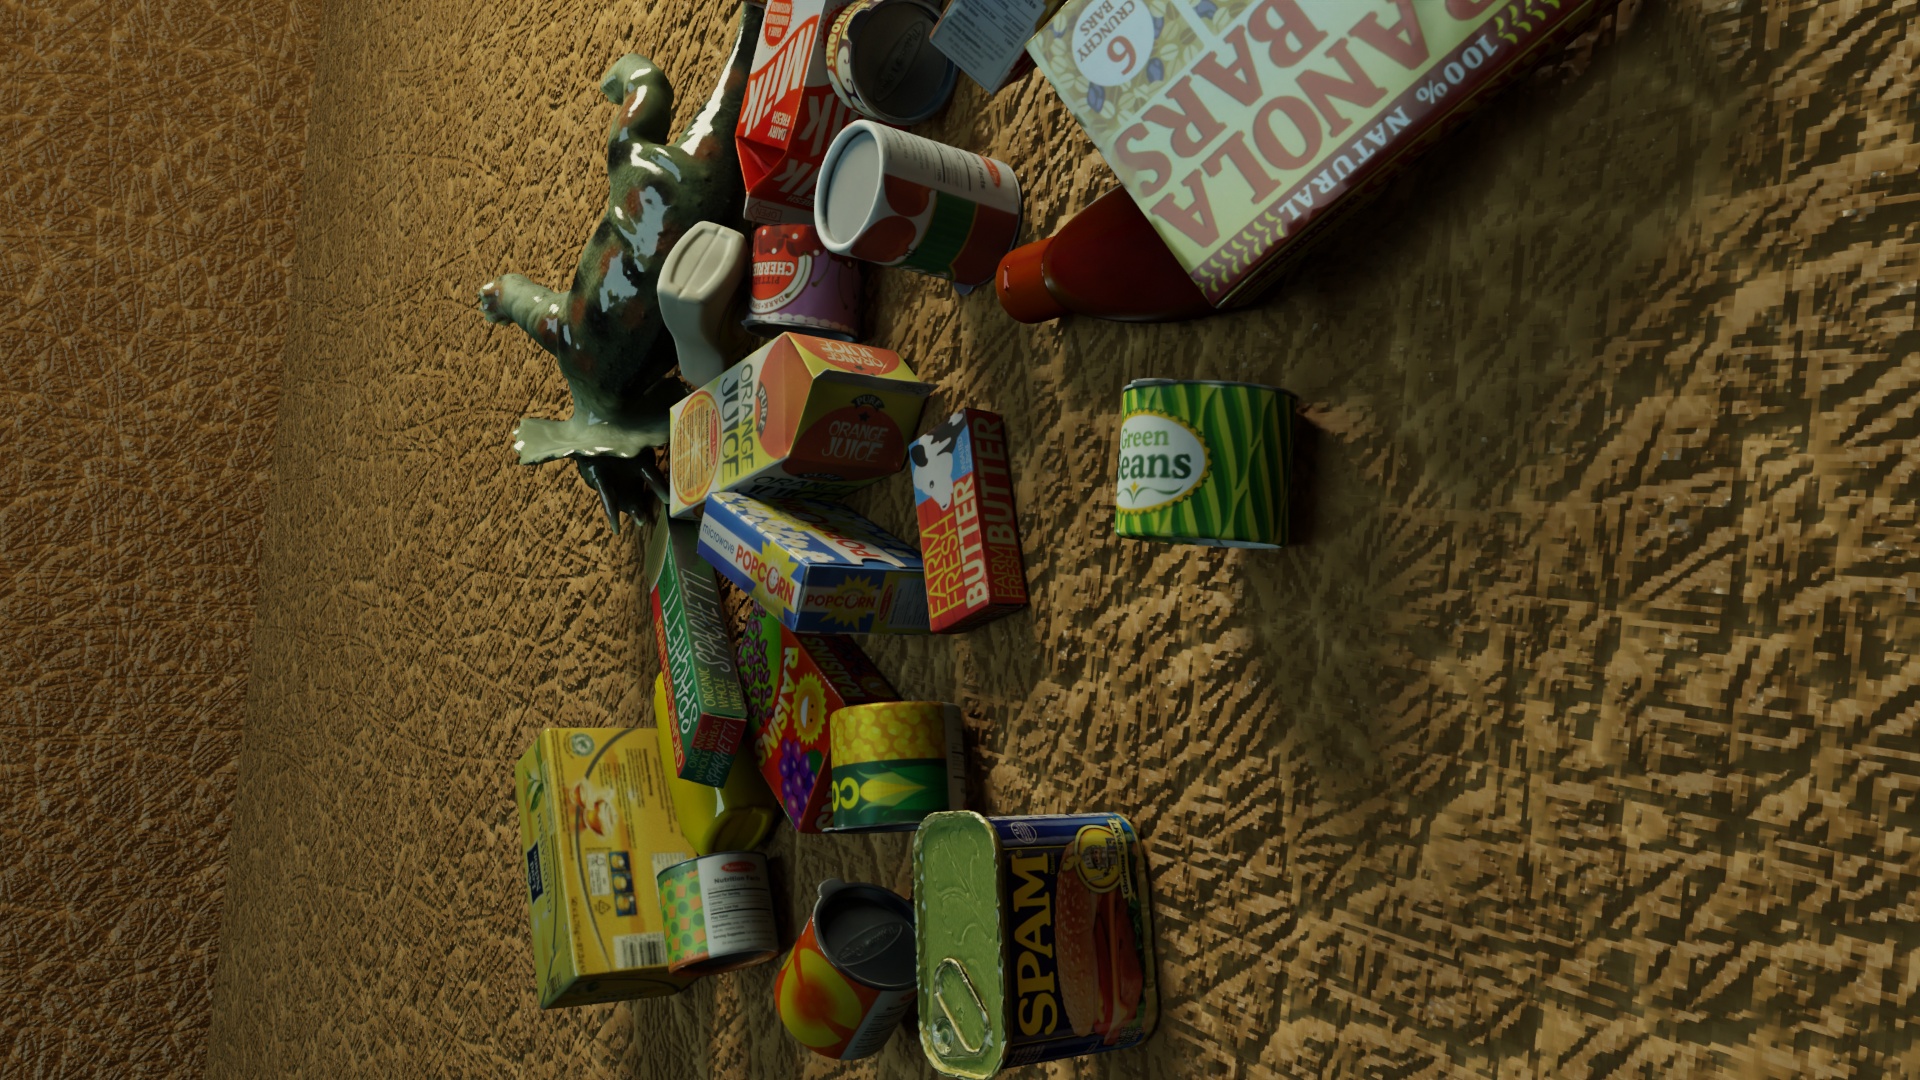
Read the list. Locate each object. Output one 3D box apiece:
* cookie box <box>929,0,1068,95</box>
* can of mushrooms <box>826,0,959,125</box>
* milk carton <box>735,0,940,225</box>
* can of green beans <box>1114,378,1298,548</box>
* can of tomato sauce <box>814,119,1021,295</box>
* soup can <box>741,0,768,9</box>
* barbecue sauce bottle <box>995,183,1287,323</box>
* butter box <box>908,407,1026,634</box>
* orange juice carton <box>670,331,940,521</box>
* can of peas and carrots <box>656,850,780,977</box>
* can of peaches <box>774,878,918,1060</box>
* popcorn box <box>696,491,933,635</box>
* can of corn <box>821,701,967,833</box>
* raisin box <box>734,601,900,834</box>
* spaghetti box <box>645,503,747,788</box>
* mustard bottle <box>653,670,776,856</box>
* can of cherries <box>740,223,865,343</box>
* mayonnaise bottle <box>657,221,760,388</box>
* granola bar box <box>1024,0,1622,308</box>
[{"bbox_3d":[0.066,-0.273,0.565,0.040,0.123,0.166,41,130,-2],"label":"cookie box"},{"bbox_3d":[-0.038,-0.260,0.747,0.033,0.071,0.071,35,113,52],"label":"can of mushrooms"},{"bbox_3d":[-0.071,-0.270,0.792,0.073,0.072,0.190,33,112,51],"label":"milk carton"},{"bbox_3d":[0.093,-0.028,0.530,0.071,0.071,0.058,1,86,54],"label":"can of green beans"},{"bbox_3d":[-0.023,-0.167,0.699,0.071,0.083,0.071,-12,74,53],"label":"can of tomato sauce"},{"bbox_3d":[-0.109,-0.374,0.865,0.071,0.071,0.083,37,115,50],"label":"soup can"},{"bbox_3d":[0.072,-0.122,0.594,0.148,0.044,0.065,-3,87,55],"label":"barbecue sauce bottle"},{"bbox_3d":[0.002,-0.009,0.690,0.053,0.024,0.104,-31,60,49],"label":"butter box"},{"bbox_3d":[-0.094,-0.064,0.792,0.192,0.072,0.073,-20,69,52],"label":"orange juice carton"},{"bbox_3d":[-0.144,0.222,0.821,0.070,0.071,0.059,-40,54,44],"label":"can of peas and carrots"},{"bbox_3d":[-0.055,0.214,0.696,0.071,0.071,0.057,56,129,42],"label":"can of peaches"},{"bbox_3d":[-0.077,0.011,0.744,0.127,0.085,0.038,30,110,52],"label":"popcorn box"},{"bbox_3d":[-0.033,0.112,0.680,0.071,0.071,0.058,-22,66,51],"label":"can of corn"},{"bbox_3d":[-0.087,0.095,0.785,0.124,0.040,0.085,44,119,49],"label":"raisin box"},{"bbox_3d":[-0.168,0.056,0.867,0.050,0.029,0.251,-67,25,23],"label":"spaghetti box"},{"bbox_3d":[-0.162,0.122,0.876,0.065,0.049,0.161,-58,42,30],"label":"mustard bottle"},{"bbox_3d":[-0.091,-0.147,0.801,0.071,0.071,0.058,4,88,54],"label":"can of cherries"},{"bbox_3d":[-0.146,-0.123,0.842,0.147,0.041,0.065,91,-159,-63],"label":"mayonnaise bottle"},{"bbox_3d":[0.119,-0.179,0.475,0.165,0.039,0.124,-39,79,30],"label":"granola bar box"}]
